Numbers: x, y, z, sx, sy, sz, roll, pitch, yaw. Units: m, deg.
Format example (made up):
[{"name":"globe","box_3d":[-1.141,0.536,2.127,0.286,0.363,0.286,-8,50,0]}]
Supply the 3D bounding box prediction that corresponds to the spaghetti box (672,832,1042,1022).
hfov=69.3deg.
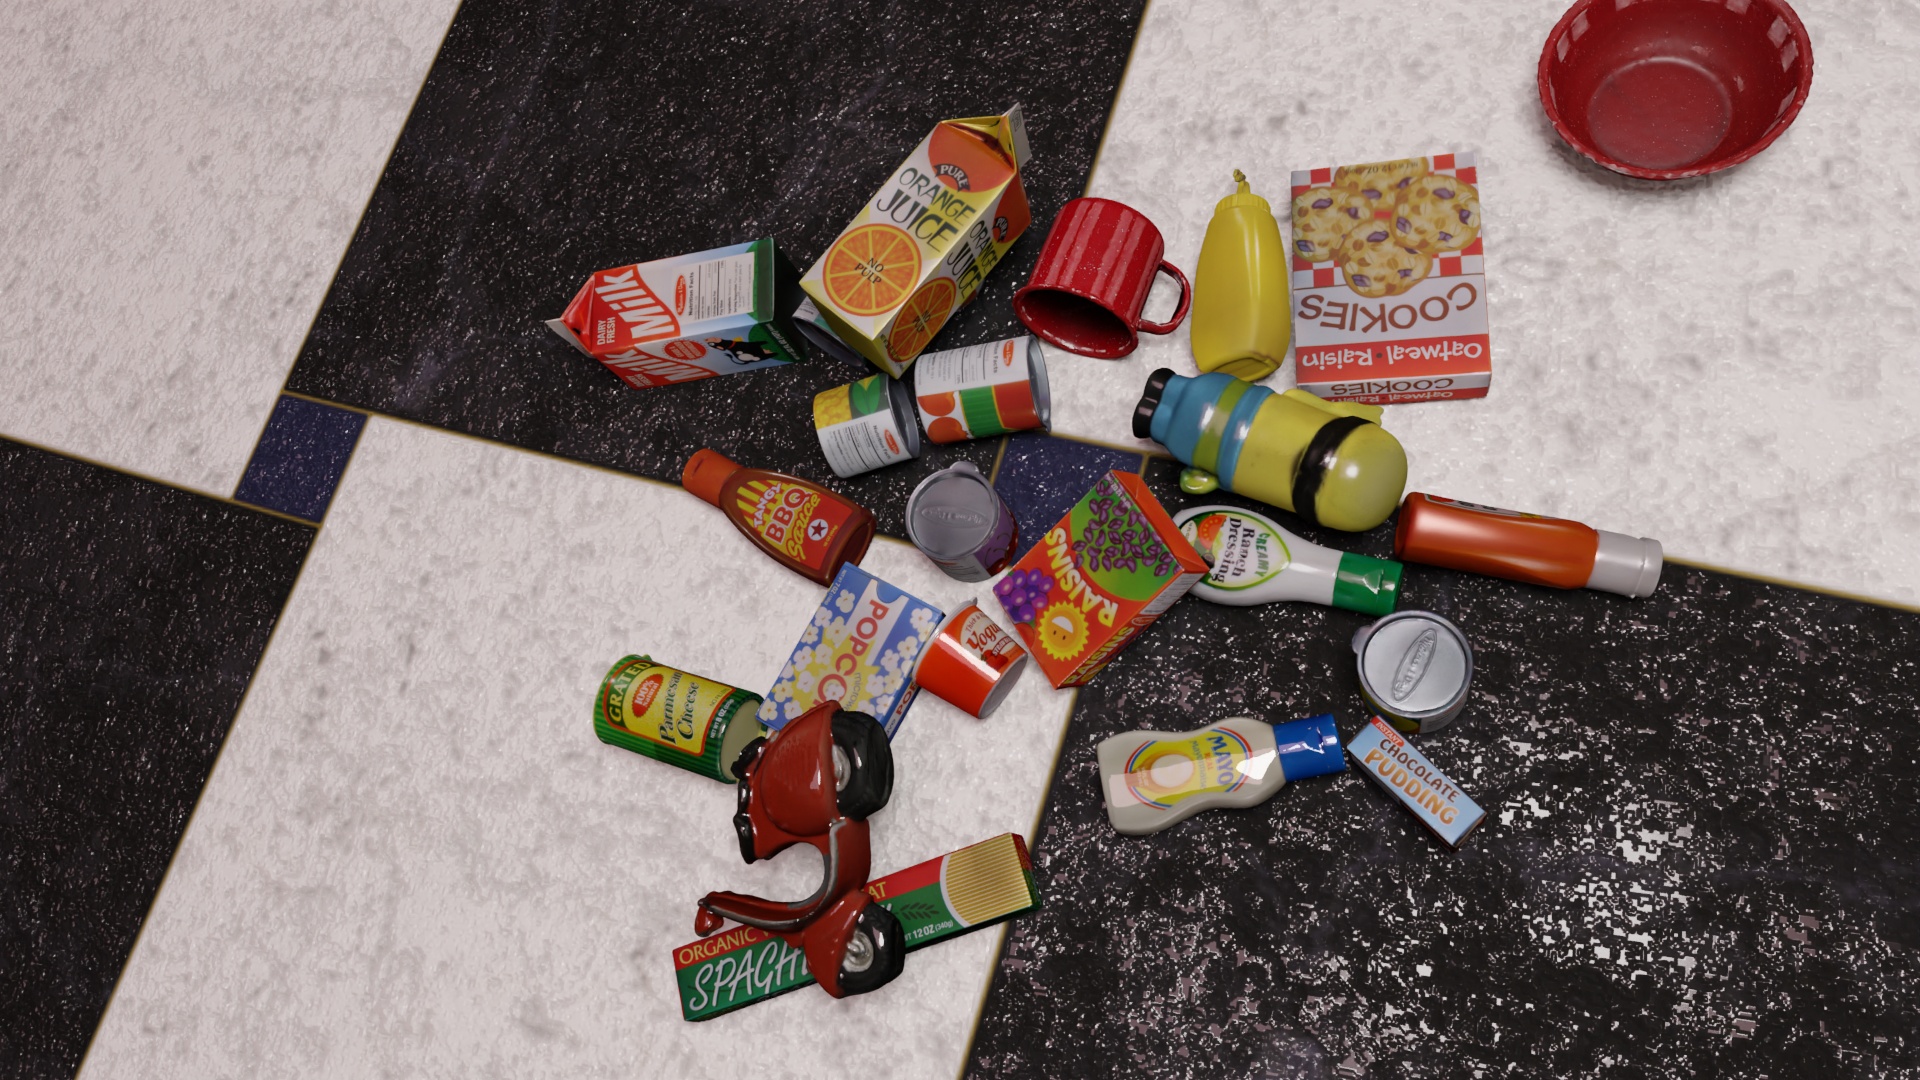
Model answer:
[{"name":"spaghetti box","box_3d":[-0.071,0.254,0.907,0.250,0.028,0.050,-21,66,9]}]

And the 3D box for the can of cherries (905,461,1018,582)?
[{"name":"can of cherries","box_3d":[0.003,-0.012,0.960,0.071,0.058,0.071,-6,70,16]}]

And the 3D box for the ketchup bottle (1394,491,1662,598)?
[{"name":"ketchup bottle","box_3d":[0.346,0.004,0.851,0.149,0.065,0.043,11,92,11]}]

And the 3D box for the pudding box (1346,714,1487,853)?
[{"name":"pudding box","box_3d":[0.272,0.146,0.828,0.030,0.049,0.084,-45,65,1]}]

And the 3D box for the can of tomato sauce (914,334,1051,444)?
[{"name":"can of tomato sauce","box_3d":[0.017,-0.105,0.985,0.083,0.071,0.071,-8,70,15]}]

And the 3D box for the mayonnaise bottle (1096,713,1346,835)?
[{"name":"mayonnaise bottle","box_3d":[0.163,0.140,0.868,0.148,0.041,0.065,-14,67,12]}]

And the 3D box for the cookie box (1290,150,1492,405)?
[{"name":"cookie box","box_3d":[0.289,-0.175,0.940,0.123,0.040,0.168,-2,70,16]}]

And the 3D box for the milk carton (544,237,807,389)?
[{"name":"milk carton","box_3d":[-0.219,-0.170,1.076,0.190,0.072,0.073,-8,70,13]}]

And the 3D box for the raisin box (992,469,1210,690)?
[{"name":"raisin box","box_3d":[0.089,0.027,0.906,0.123,0.040,0.086,-46,63,26]}]

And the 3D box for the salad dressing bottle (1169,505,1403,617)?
[{"name":"salad dressing bottle","box_3d":[0.207,0.017,0.896,0.148,0.044,0.064,12,77,20]}]

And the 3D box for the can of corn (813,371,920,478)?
[{"name":"can of corn","box_3d":[-0.067,-0.084,1.004,0.058,0.071,0.071,-16,68,12]}]

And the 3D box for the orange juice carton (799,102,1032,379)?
[{"name":"orange juice carton","box_3d":[-0.016,-0.215,0.964,0.073,0.071,0.193,38,85,19]}]

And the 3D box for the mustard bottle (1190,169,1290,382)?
[{"name":"mustard bottle","box_3d":[0.196,-0.189,0.962,0.065,0.049,0.161,-16,61,47]}]

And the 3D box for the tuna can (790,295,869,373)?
[{"name":"tuna can","box_3d":[-0.088,-0.158,1.036,0.071,0.071,0.033,30,82,24]}]

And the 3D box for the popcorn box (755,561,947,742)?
[{"name":"popcorn box","box_3d":[-0.072,0.090,0.959,0.085,0.038,0.127,26,81,24]}]

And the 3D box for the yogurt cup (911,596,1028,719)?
[{"name":"yogurt cup","box_3d":[0.008,0.082,0.924,0.054,0.072,0.072,35,85,16]}]

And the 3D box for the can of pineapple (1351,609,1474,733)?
[{"name":"can of pineapple","box_3d":[0.275,0.079,0.846,0.071,0.057,0.071,-5,70,15]}]

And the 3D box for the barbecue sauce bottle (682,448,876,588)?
[{"name":"barbecue sauce bottle","box_3d":[-0.137,-0.022,1.015,0.149,0.043,0.065,27,82,24]}]

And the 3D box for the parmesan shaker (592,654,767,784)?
[{"name":"parmesan shaker","box_3d":[-0.193,0.122,0.970,0.103,0.071,0.071,14,76,21]}]

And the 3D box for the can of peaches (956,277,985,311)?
[{"name":"can of peaches","box_3d":[-0.022,-0.209,1.036,0.071,0.058,0.071,-5,71,15]}]
